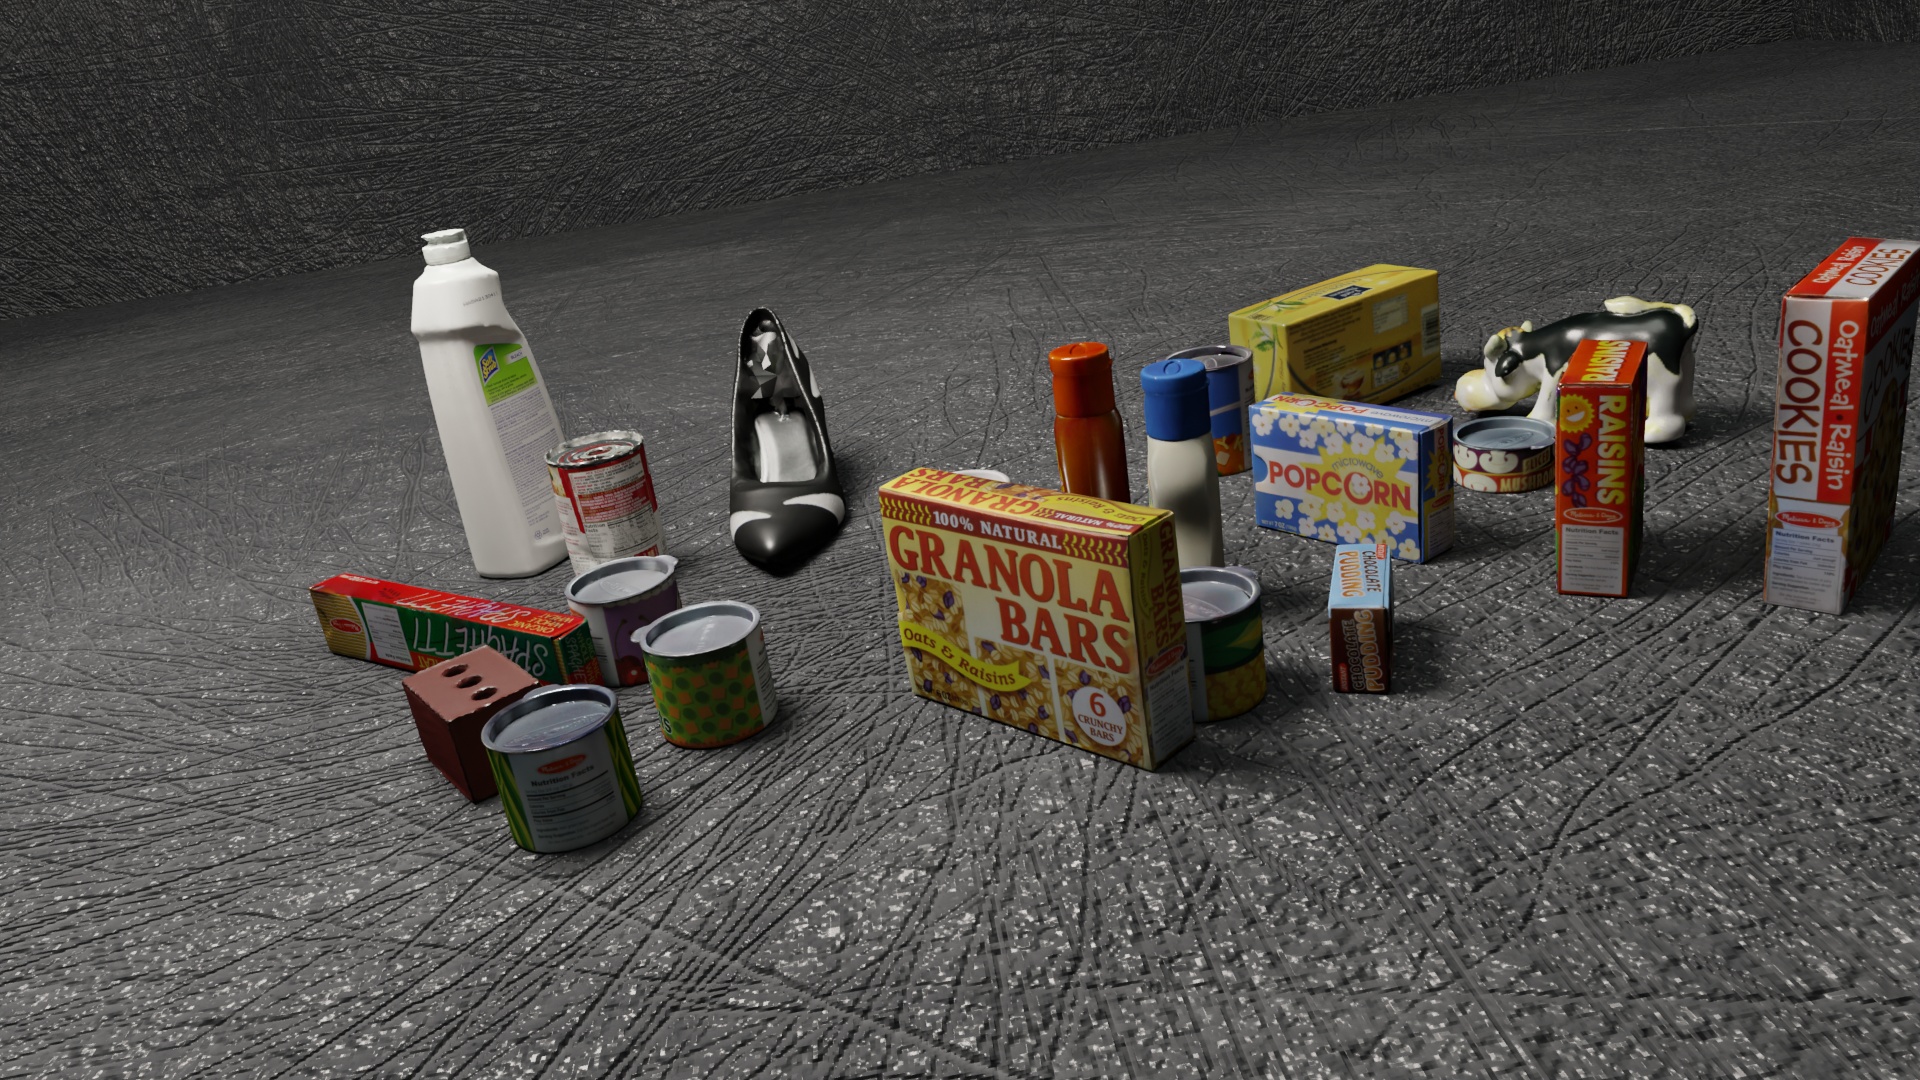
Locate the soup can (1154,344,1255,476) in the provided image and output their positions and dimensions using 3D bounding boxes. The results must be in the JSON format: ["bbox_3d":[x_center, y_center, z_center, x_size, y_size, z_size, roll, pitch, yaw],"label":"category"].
[{"bbox_3d":[0.184,-0.097,1.034,0.071,0.083,0.071,-7,21,3],"label":"soup can"}]

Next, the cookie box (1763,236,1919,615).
[{"bbox_3d":[0.463,-0.063,0.730,0.040,0.166,0.123,11,29,42],"label":"cookie box"}]

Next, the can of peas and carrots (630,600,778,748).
[{"bbox_3d":[-0.140,0.074,0.763,0.071,0.058,0.071,-7,21,3],"label":"can of peas and carrots"}]

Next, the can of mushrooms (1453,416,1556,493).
[{"bbox_3d":[0.367,-0.058,0.935,0.071,0.033,0.071,-7,21,3],"label":"can of mushrooms"}]

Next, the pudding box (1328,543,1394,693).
[{"bbox_3d":[0.211,0.039,0.729,0.030,0.049,0.084,-1,23,19],"label":"pudding box"}]

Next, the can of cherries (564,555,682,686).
[{"bbox_3d":[-0.199,0.048,0.849,0.071,0.058,0.072,-7,21,3],"label":"can of cherries"}]

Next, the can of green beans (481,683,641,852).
[{"bbox_3d":[-0.196,0.112,0.689,0.071,0.057,0.071,-7,21,3],"label":"can of green beans"}]

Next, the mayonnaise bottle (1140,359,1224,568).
[{"bbox_3d":[0.128,-0.028,0.796,0.041,0.147,0.065,-4,22,13],"label":"mayonnaise bottle"}]

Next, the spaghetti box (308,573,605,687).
[{"bbox_3d":[-0.322,0.061,0.876,0.250,0.050,0.029,6,26,33],"label":"spaghetti box"}]

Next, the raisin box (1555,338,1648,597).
[{"bbox_3d":[0.358,-0.042,0.776,0.040,0.123,0.086,5,25,31],"label":"raisin box"}]

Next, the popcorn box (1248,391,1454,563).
[{"bbox_3d":[0.245,-0.042,0.872,0.038,0.085,0.127,-24,26,-35],"label":"popcorn box"}]

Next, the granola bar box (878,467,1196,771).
[{"bbox_3d":[0.035,0.035,0.704,0.165,0.123,0.039,12,29,42],"label":"granola bar box"}]

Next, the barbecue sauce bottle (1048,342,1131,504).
[{"bbox_3d":[0.082,-0.047,0.859,0.043,0.148,0.065,-5,21,10],"label":"barbecue sauce bottle"}]

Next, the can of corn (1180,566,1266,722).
[{"bbox_3d":[0.125,0.052,0.718,0.071,0.058,0.071,-7,21,3],"label":"can of corn"}]

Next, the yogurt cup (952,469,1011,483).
[{"bbox_3d":[0.003,-0.012,0.929,0.072,0.053,0.072,-7,21,3],"label":"yogurt cup"}]
